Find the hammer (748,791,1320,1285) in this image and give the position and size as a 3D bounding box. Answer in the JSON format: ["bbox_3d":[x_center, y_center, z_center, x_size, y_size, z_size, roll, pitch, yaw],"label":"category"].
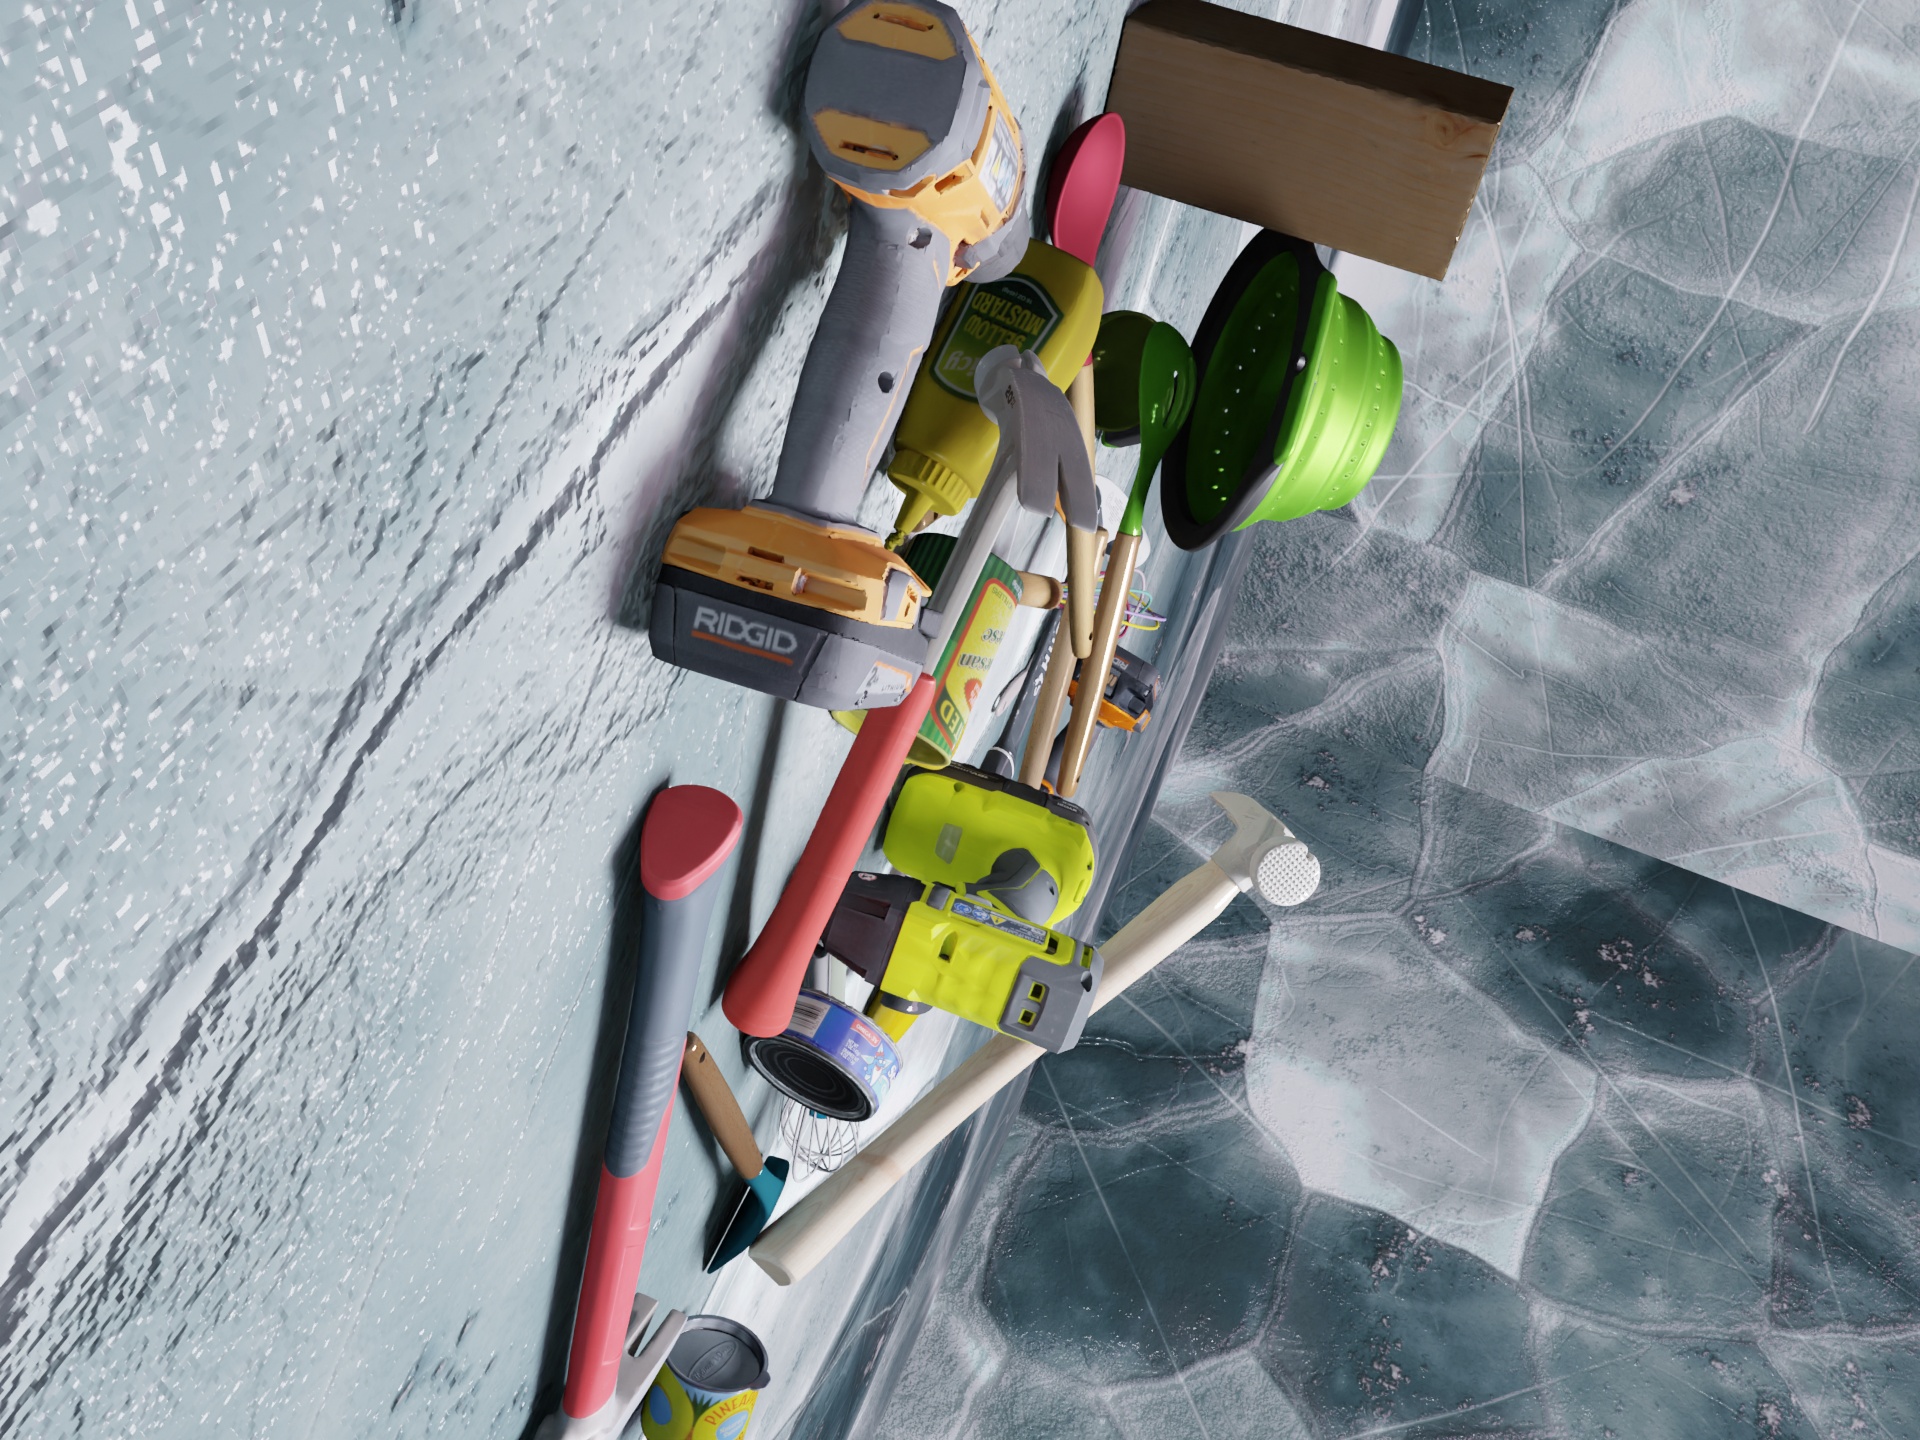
[{"bbox_3d":[0.035,0.194,0.967,0.410,0.038,0.146,-41,-168,3],"label":"hammer"}]

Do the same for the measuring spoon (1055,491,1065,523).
[{"bbox_3d":[0.061,-0.150,1.038,0.021,0.011,0.116,-67,151,-12],"label":"measuring spoon"}]

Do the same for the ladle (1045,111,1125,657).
[{"bbox_3d":[0.068,-0.176,0.894,0.069,0.031,0.315,-39,136,-46],"label":"ladle"}]

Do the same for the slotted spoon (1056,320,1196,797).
[{"bbox_3d":[0.103,-0.096,1.022,0.070,0.031,0.313,-19,126,-59],"label":"slotted spoon"}]

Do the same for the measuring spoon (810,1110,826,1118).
[{"bbox_3d":[-0.084,0.240,1.111,0.128,0.021,0.042,101,15,-47],"label":"measuring spoon"}]

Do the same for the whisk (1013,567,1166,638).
[{"bbox_3d":[0.066,-0.083,1.048,0.244,0.051,0.047,2,71,-57],"label":"whisk"}]

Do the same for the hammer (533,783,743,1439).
[{"bbox_3d":[-0.141,0.191,0.719,0.143,0.038,0.386,-51,159,-61],"label":"hammer"}]

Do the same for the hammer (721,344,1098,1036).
[{"bbox_3d":[-0.035,0.016,0.711,0.149,0.036,0.359,-98,-151,-55],"label":"hammer"}]

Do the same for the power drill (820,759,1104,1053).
[{"bbox_3d":[0.001,0.099,0.933,0.223,0.171,0.080,-61,171,-73],"label":"power drill"}]

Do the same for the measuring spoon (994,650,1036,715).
[{"bbox_3d":[0.052,-0.025,1.279,0.124,0.018,0.034,-47,156,-63],"label":"measuring spoon"}]

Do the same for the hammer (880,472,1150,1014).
[{"bbox_3d":[0.035,0.011,1.108,0.409,0.036,0.149,-68,153,-14],"label":"hammer"}]

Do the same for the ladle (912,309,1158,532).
[{"bbox_3d":[0.050,-0.169,0.921,0.320,0.062,0.078,-49,143,-53],"label":"ladle"}]

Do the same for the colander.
[{"bbox_3d":[0.188,-0.201,1.052,0.397,0.094,0.204,-154,-102,-77],"label":"colander"}]

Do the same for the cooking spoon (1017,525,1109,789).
[{"bbox_3d":[0.050,0.022,1.047,0.069,0.017,0.318,-30,139,-58],"label":"cooking spoon"}]

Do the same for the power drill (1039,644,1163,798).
[{"bbox_3d":[0.076,0.040,1.312,0.226,0.084,0.164,-58,169,2],"label":"power drill"}]

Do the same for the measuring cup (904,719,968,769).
[{"bbox_3d":[-0.002,-0.003,1.039,0.156,0.029,0.062,-29,139,-74],"label":"measuring cup"}]

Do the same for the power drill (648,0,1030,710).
[{"bbox_3d":[-0.029,-0.122,0.585,0.185,0.084,0.226,-10,116,-79],"label":"power drill"}]

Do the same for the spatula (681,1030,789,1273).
[{"bbox_3d":[-0.132,0.238,0.890,0.317,0.044,0.082,85,29,-56],"label":"spatula"}]

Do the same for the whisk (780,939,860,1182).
[{"bbox_3d":[-0.086,0.208,0.992,0.059,0.058,0.246,-46,152,-43],"label":"whisk"}]
